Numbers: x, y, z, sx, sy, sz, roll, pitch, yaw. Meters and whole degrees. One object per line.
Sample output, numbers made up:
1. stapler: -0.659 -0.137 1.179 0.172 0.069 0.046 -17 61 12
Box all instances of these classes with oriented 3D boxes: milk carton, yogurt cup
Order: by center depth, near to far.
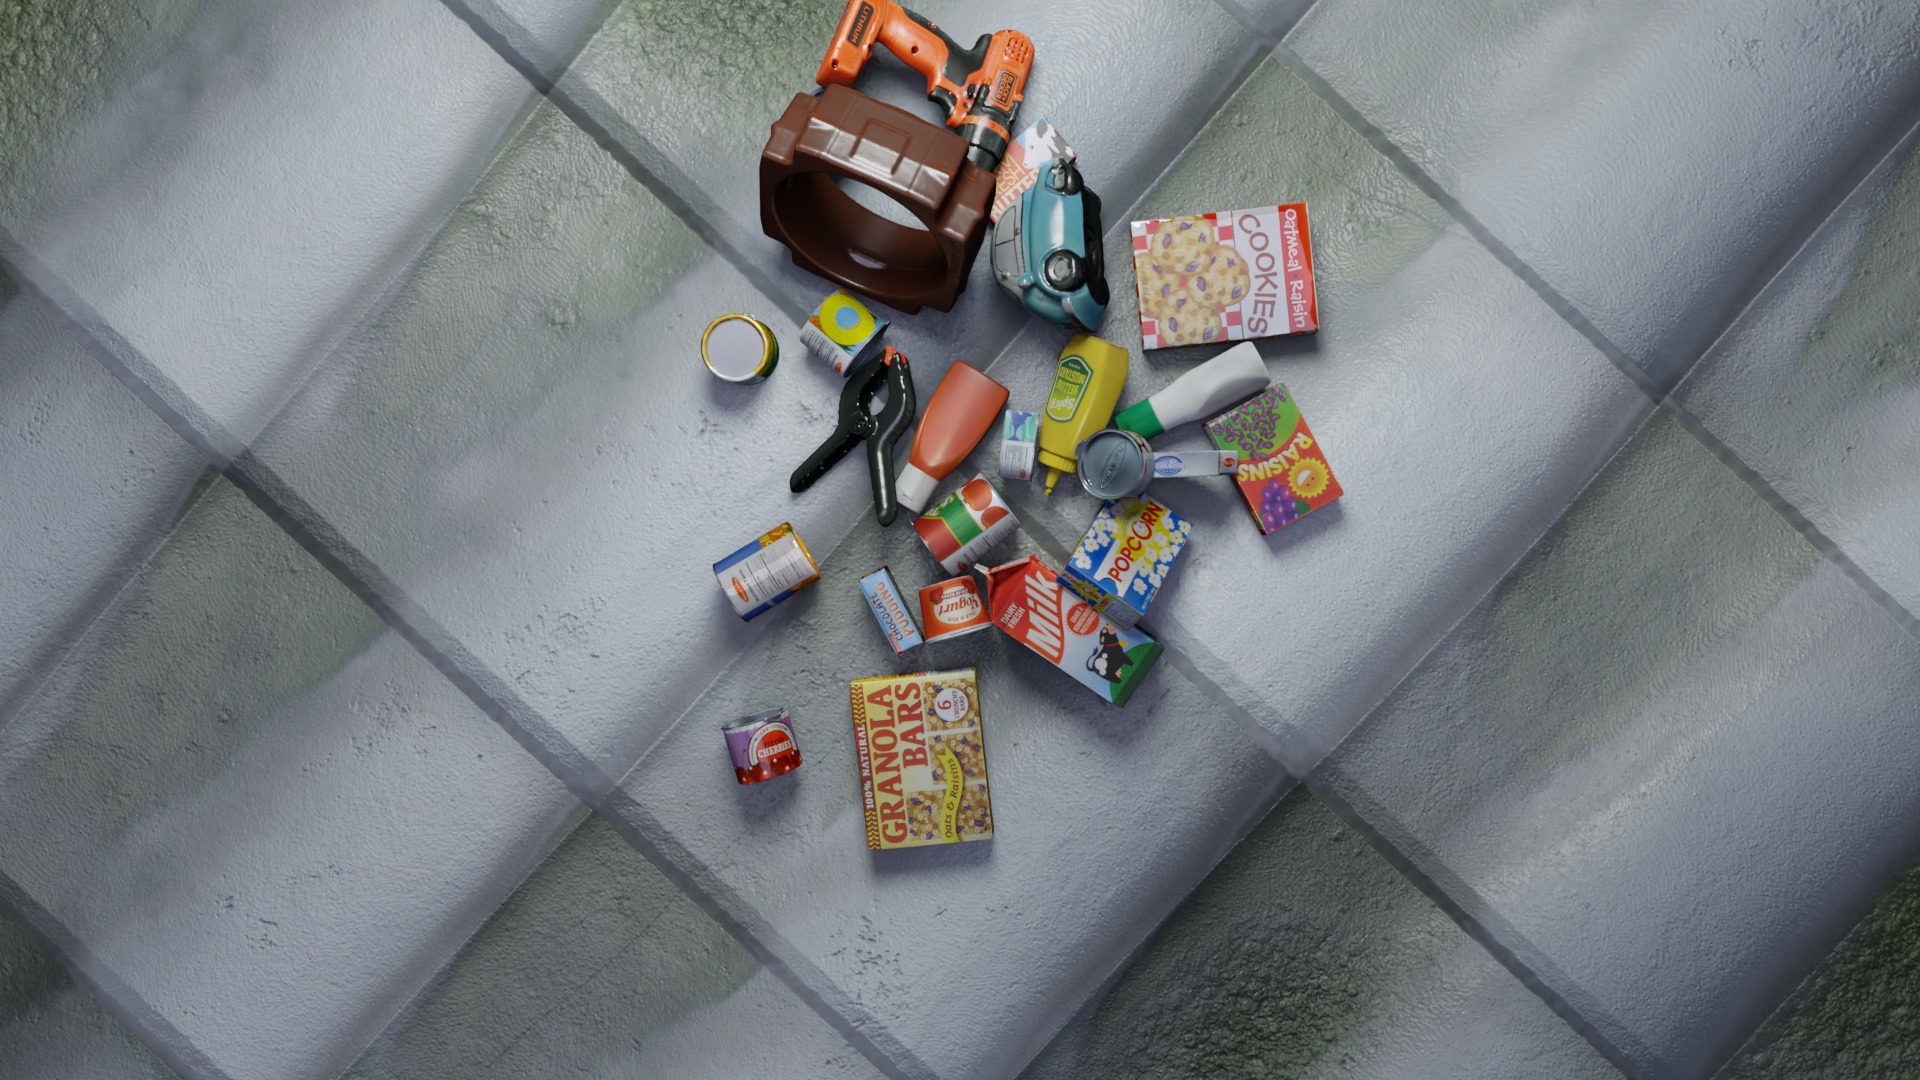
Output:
1. milk carton: 0.094 0.075 1.333 0.190 0.072 0.073 34 94 1
2. yogurt cup: -0.007 0.067 1.342 0.072 0.072 0.054 -17 84 3

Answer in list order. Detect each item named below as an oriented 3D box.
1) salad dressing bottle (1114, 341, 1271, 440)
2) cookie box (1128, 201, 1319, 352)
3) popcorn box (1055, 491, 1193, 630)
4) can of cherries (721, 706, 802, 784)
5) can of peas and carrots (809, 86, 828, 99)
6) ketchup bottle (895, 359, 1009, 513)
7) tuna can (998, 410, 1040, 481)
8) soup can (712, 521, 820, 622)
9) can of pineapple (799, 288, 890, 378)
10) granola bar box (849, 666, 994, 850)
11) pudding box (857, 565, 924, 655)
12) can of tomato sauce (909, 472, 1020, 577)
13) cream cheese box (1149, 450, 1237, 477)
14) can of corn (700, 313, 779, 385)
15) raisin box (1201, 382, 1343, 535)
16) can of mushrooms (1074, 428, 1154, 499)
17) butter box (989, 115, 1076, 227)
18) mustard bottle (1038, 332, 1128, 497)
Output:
1. salad dressing bottle: 0.220 -0.137 1.326 0.147 0.064 0.044 -27 70 11
2. cookie box: 0.252 -0.251 1.328 0.167 0.040 0.123 -6 93 4
3. popcorn box: 0.156 0.011 1.311 0.085 0.038 0.127 35 54 0
4. can of cherries: -0.192 0.199 1.351 0.071 0.071 0.058 -16 92 3
5. can of peas and carrots: -0.121 -0.395 1.327 0.071 0.059 0.071 0 92 3
6. ketchup bottle: -0.016 -0.098 1.344 0.065 0.043 0.148 32 94 1
7. tuna can: 0.057 -0.093 1.332 0.033 0.071 0.071 7 93 3
8. soup can: -0.187 0.030 1.346 0.084 0.071 0.071 -30 91 -1
9. can of pineapple: -0.111 -0.200 1.333 0.058 0.071 0.071 40 94 0
10. granola bar box: -0.037 0.212 1.361 0.124 0.039 0.165 -6 93 2
11. pudding box: -0.067 0.068 1.350 0.030 0.049 0.083 -28 91 2
12. can of tomato sauce: 0.005 -0.017 1.336 0.083 0.071 0.071 -37 91 3
13. cream cheese box: 0.205 -0.072 1.312 0.104 0.053 0.024 0 93 29
14. can of corn: -0.213 -0.187 1.340 0.071 0.058 0.071 0 93 2
15. raisin box: 0.299 -0.078 1.334 0.086 0.040 0.123 -29 90 3
16. can of mushrooms: 0.144 -0.072 1.295 0.071 0.033 0.071 0 90 30
17. butter box: 0.057 -0.355 1.339 0.103 0.024 0.053 -40 90 3
18. mustard bottle: 0.109 -0.116 1.328 0.049 0.065 0.160 14 99 -41
